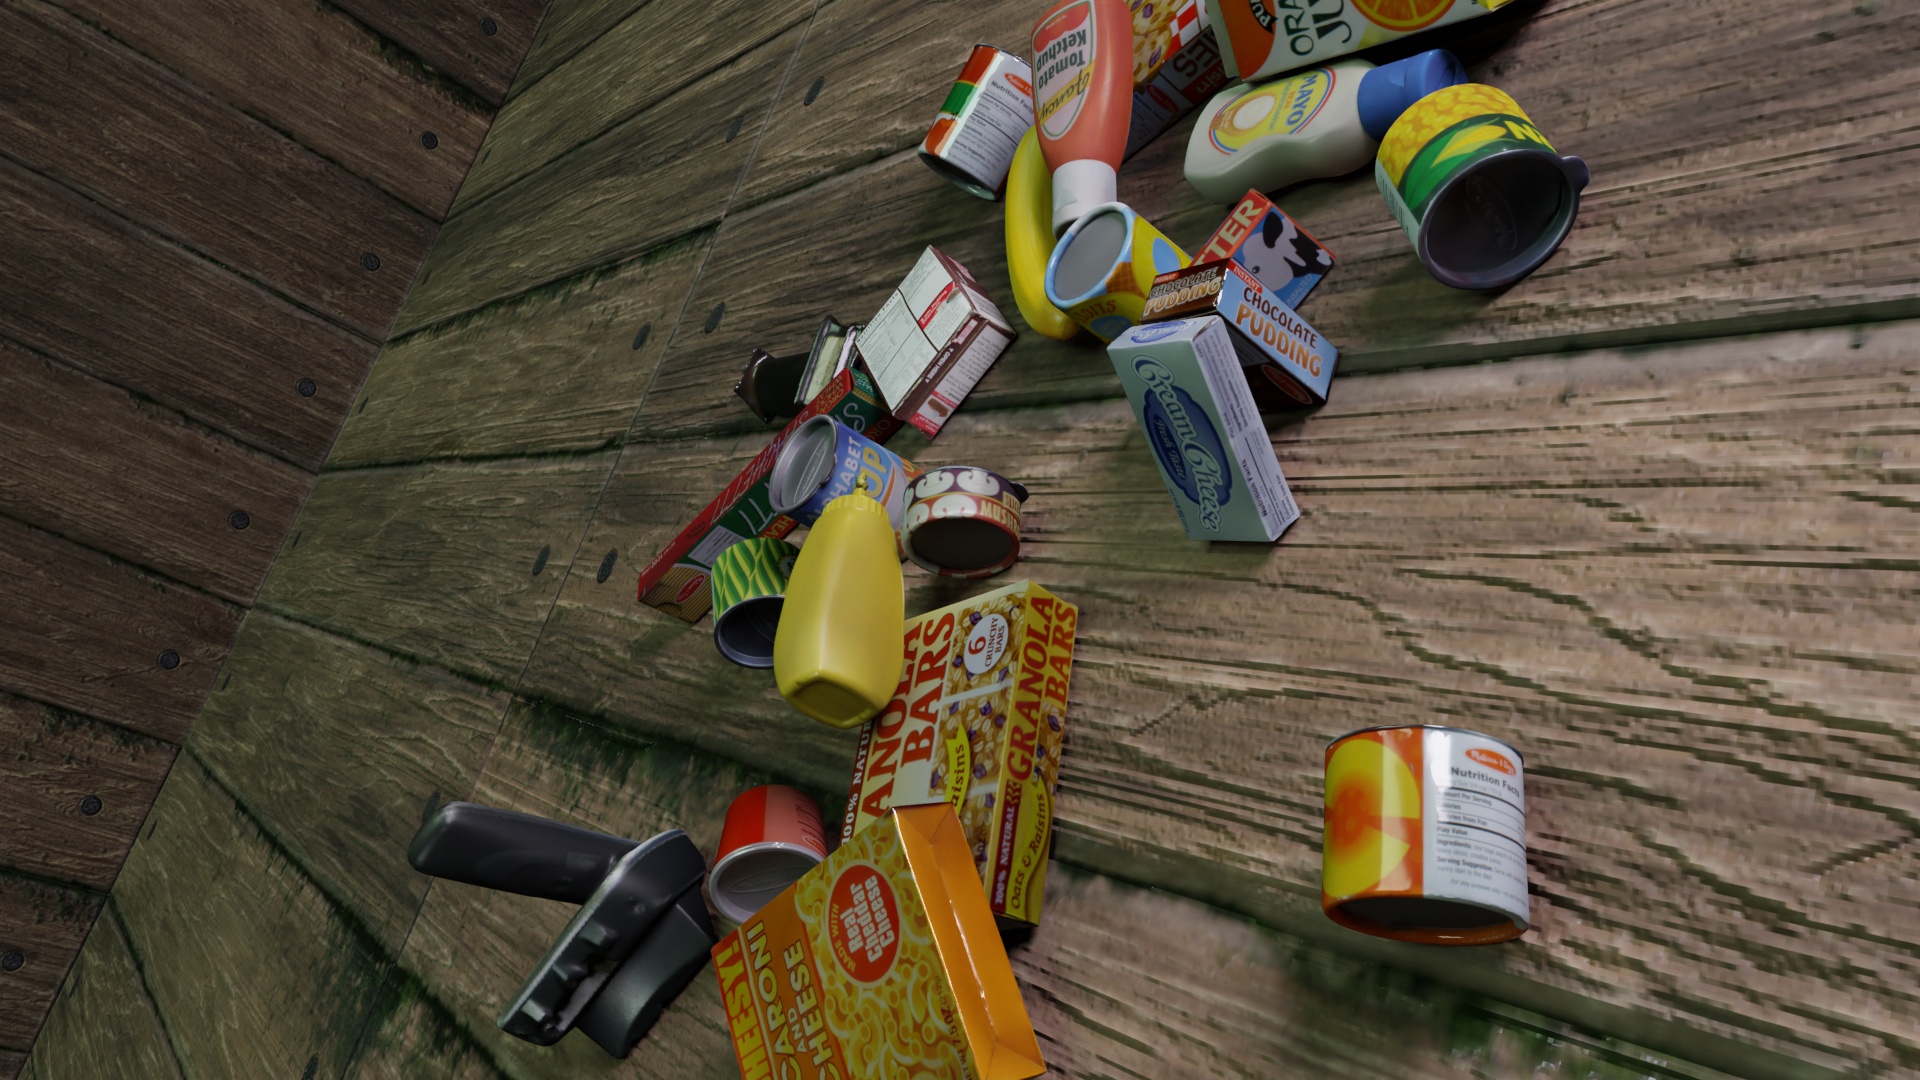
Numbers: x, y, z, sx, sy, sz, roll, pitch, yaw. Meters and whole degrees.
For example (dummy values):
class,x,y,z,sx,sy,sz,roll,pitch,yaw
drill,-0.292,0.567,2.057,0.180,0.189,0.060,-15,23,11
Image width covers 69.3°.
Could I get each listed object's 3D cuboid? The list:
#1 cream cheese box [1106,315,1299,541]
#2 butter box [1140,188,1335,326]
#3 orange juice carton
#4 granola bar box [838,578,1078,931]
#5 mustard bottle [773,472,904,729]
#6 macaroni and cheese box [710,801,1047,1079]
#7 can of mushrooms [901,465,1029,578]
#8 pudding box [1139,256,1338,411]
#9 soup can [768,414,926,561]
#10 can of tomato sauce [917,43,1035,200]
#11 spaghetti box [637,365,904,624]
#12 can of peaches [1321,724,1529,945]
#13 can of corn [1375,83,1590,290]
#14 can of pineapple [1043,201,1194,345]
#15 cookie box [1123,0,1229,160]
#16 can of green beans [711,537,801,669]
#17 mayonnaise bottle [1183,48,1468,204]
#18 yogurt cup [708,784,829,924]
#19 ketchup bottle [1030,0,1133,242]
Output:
class,x,y,z,sx,sy,sz,roll,pitch,yaw
cream cheese box,0.109,-0.049,0.623,0.024,0.103,0.053,-39,23,-31
butter box,0.131,-0.115,0.683,0.103,0.053,0.024,-51,32,15
orange juice carton,0.192,-0.283,0.688,0.073,0.071,0.192,-31,21,-29
granola bar box,-0.004,0.114,0.703,0.124,0.039,0.166,-22,49,45
mustard bottle,-0.061,0.024,0.757,0.048,0.065,0.161,-32,36,33
macaroni and cheese box,-0.045,0.212,0.636,0.165,0.040,0.124,-43,56,37
can of mushrooms,0.003,-0.010,0.765,0.071,0.071,0.033,-30,44,38
pudding box,0.129,-0.093,0.641,0.049,0.083,0.030,-5,59,53
soup can,-0.063,-0.029,0.850,0.071,0.083,0.072,-33,42,36
can of tomato sauce,0.018,-0.286,0.954,0.083,0.071,0.071,-60,33,2
spaghetti box,-0.136,-0.027,0.978,0.249,0.050,0.029,-41,39,27
can of peaches,0.156,0.102,0.474,0.071,0.071,0.058,-21,50,45
can of corn,0.217,-0.150,0.582,0.071,0.071,0.058,-41,38,28
can of pineapple,0.087,-0.140,0.755,0.070,0.058,0.071,-33,43,36
cookie box,0.143,-0.325,0.838,0.167,0.040,0.123,-31,43,37
can of green beans,-0.127,0.040,0.900,0.071,0.071,0.058,-44,36,25
mayonnaise bottle,0.181,-0.211,0.699,0.148,0.041,0.065,2,65,55
yogurt cup,-0.104,0.173,0.771,0.072,0.072,0.054,-45,28,23
ketchup bottle,0.071,-0.242,0.806,0.064,0.043,0.149,-19,63,44
